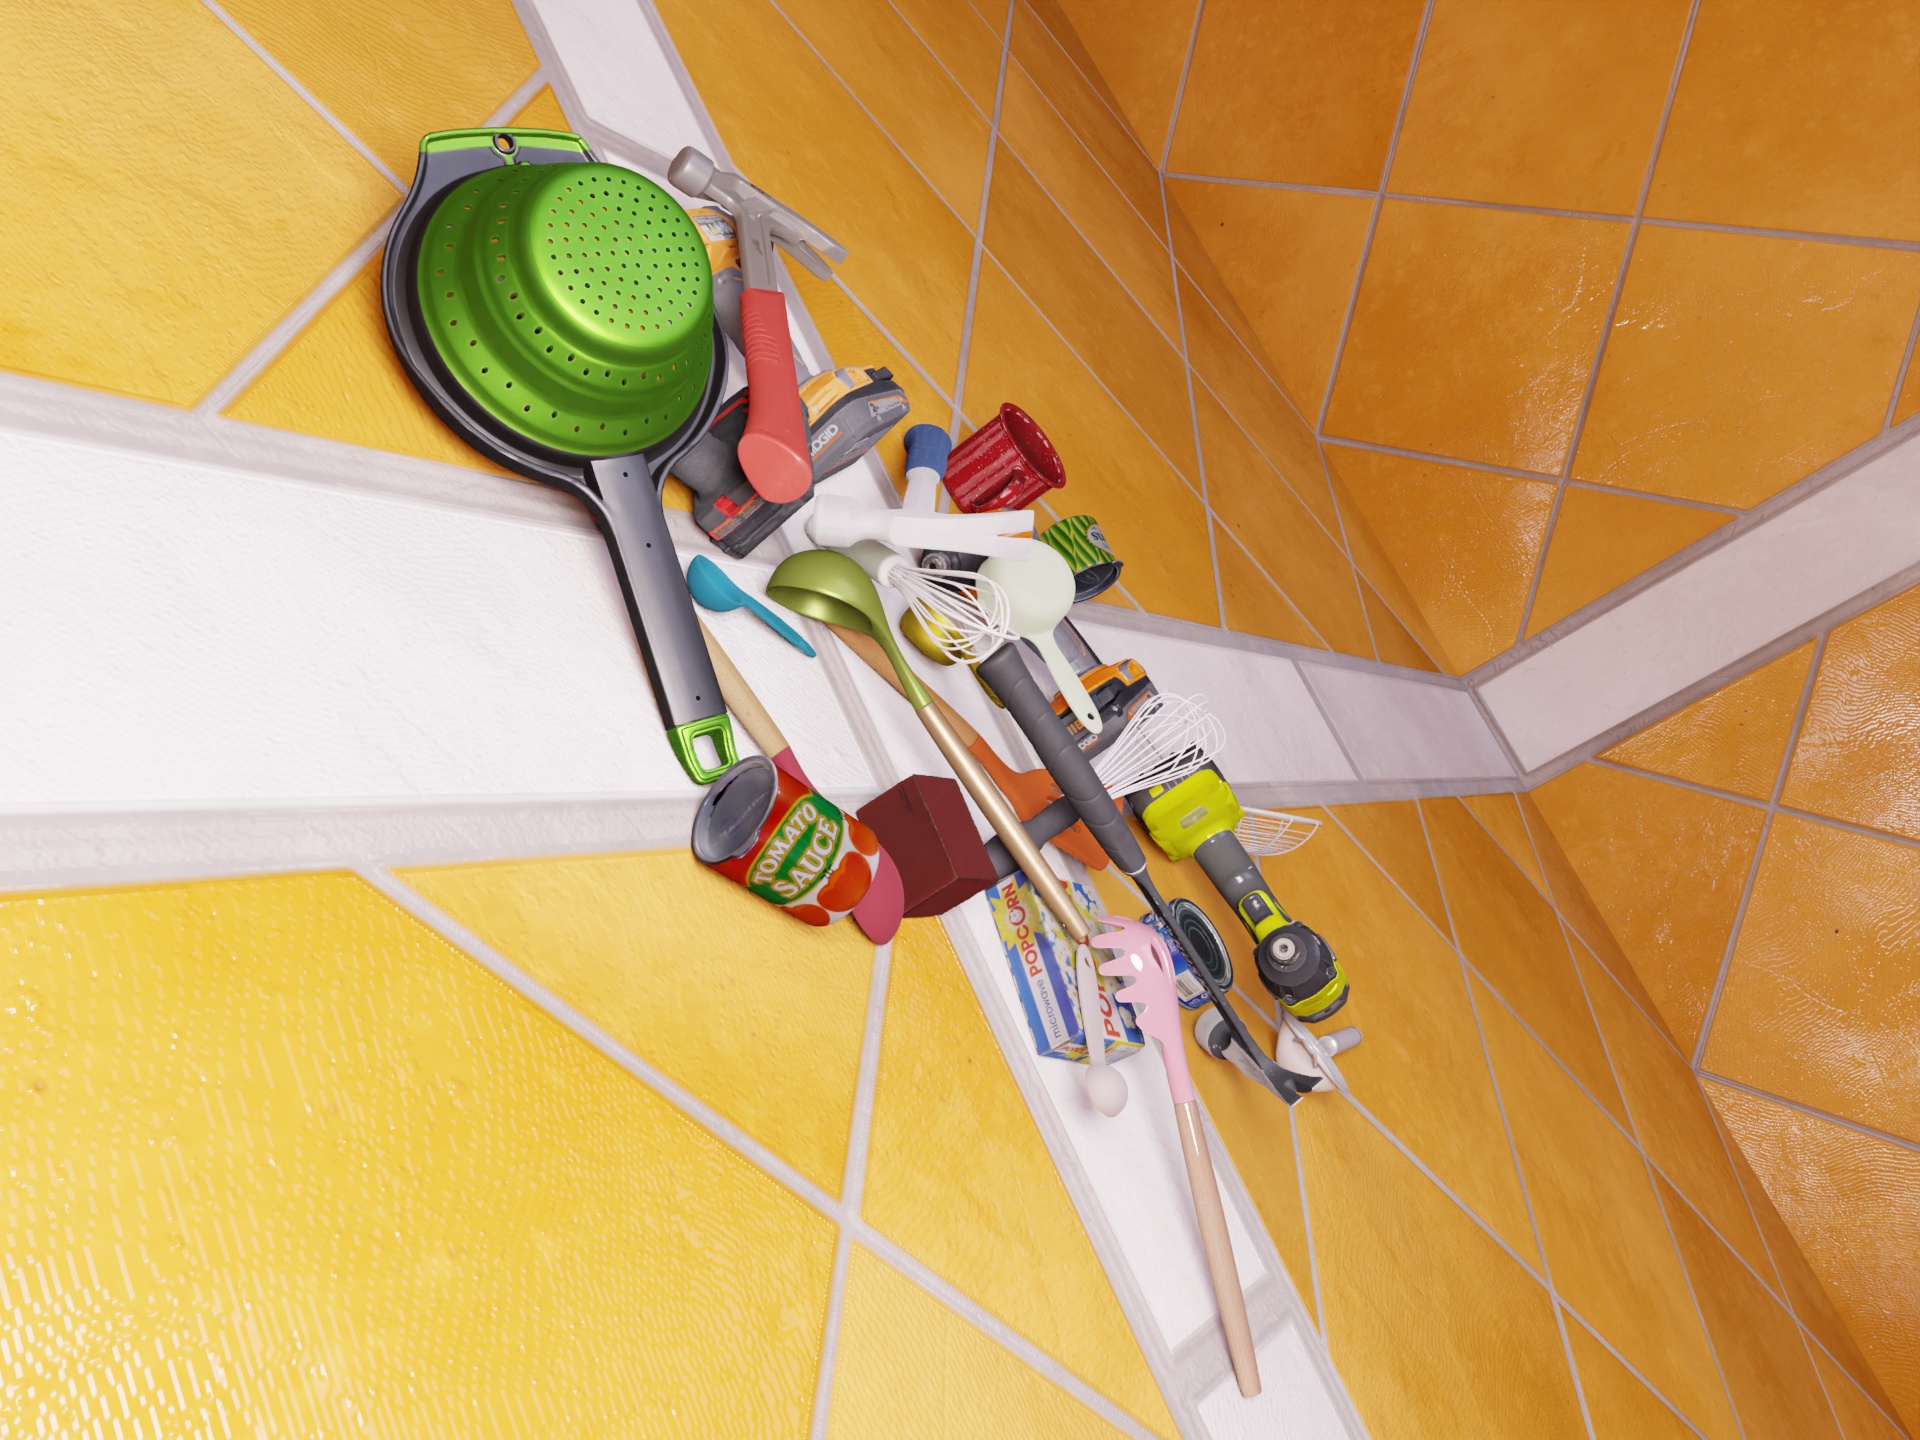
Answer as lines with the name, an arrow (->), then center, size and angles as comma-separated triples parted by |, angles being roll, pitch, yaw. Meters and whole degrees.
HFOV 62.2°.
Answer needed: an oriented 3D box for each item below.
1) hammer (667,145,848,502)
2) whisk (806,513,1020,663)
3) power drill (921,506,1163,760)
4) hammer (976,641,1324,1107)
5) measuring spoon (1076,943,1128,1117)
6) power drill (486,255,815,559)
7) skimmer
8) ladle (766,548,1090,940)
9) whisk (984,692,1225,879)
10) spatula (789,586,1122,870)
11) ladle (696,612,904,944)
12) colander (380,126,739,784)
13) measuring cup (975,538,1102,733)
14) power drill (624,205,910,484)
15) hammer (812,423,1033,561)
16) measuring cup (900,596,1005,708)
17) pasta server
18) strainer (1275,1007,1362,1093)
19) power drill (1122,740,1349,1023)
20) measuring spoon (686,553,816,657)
hammer -> -0.125, -0.263, 1.078 | 0.149, 0.036, 0.359 | 27, 33, -33
whisk -> -0.040, -0.099, 1.085 | 0.059, 0.058, 0.247 | 13, 14, -40
power drill -> 0.057, -0.071, 1.307 | 0.226, 0.084, 0.164 | 54, 27, 5
hammer -> 0.126, 0.112, 1.104 | 0.408, 0.036, 0.149 | 56, -10, -22
measuring spoon -> 0.091, 0.195, 1.025 | 0.034, 0.018, 0.124 | 35, 35, -38
power drill -> -0.200, -0.211, 1.021 | 0.219, 0.078, 0.143 | 31, 35, -37
skimmer -> 0.184, -0.015, 1.448 | 0.363, 0.090, 0.127 | 51, -7, -5
ladle -> -0.019, 0.019, 1.060 | 0.320, 0.062, 0.078 | 55, -14, 1
whisk -> 0.106, 0.050, 1.181 | 0.284, 0.070, 0.070 | -31, 88, -41
spatula -> -0.002, -0.004, 1.162 | 0.322, 0.041, 0.081 | 42, 46, -25
ladle -> -0.125, -0.001, 0.961 | 0.315, 0.031, 0.069 | 54, 16, 0
colander -> -0.179, -0.161, 0.880 | 0.204, 0.094, 0.397 | -17, 88, -38
measuring cup -> 0.074, -0.068, 1.227 | 0.083, 0.038, 0.168 | -16, 70, -35
power drill -> -0.142, -0.301, 1.228 | 0.226, 0.084, 0.185 | 49, 25, -4
hammer -> -0.023, -0.182, 1.212 | 0.406, 0.144, 0.035 | -89, -175, -72
measuring cup -> -0.004, -0.041, 1.163 | 0.062, 0.029, 0.157 | 35, 13, -34
pasta server -> 0.147, 0.280, 1.049 | 0.060, 0.040, 0.316 | 8, 67, -59
strainer -> 0.318, 0.287, 1.386 | 0.087, 0.050, 0.258 | 54, 17, 20
power drill -> 0.228, 0.133, 1.288 | 0.223, 0.080, 0.171 | 57, 6, 27
measuring spoon -> -0.136, -0.065, 1.032 | 0.128, 0.021, 0.042 | 39, 15, -51
